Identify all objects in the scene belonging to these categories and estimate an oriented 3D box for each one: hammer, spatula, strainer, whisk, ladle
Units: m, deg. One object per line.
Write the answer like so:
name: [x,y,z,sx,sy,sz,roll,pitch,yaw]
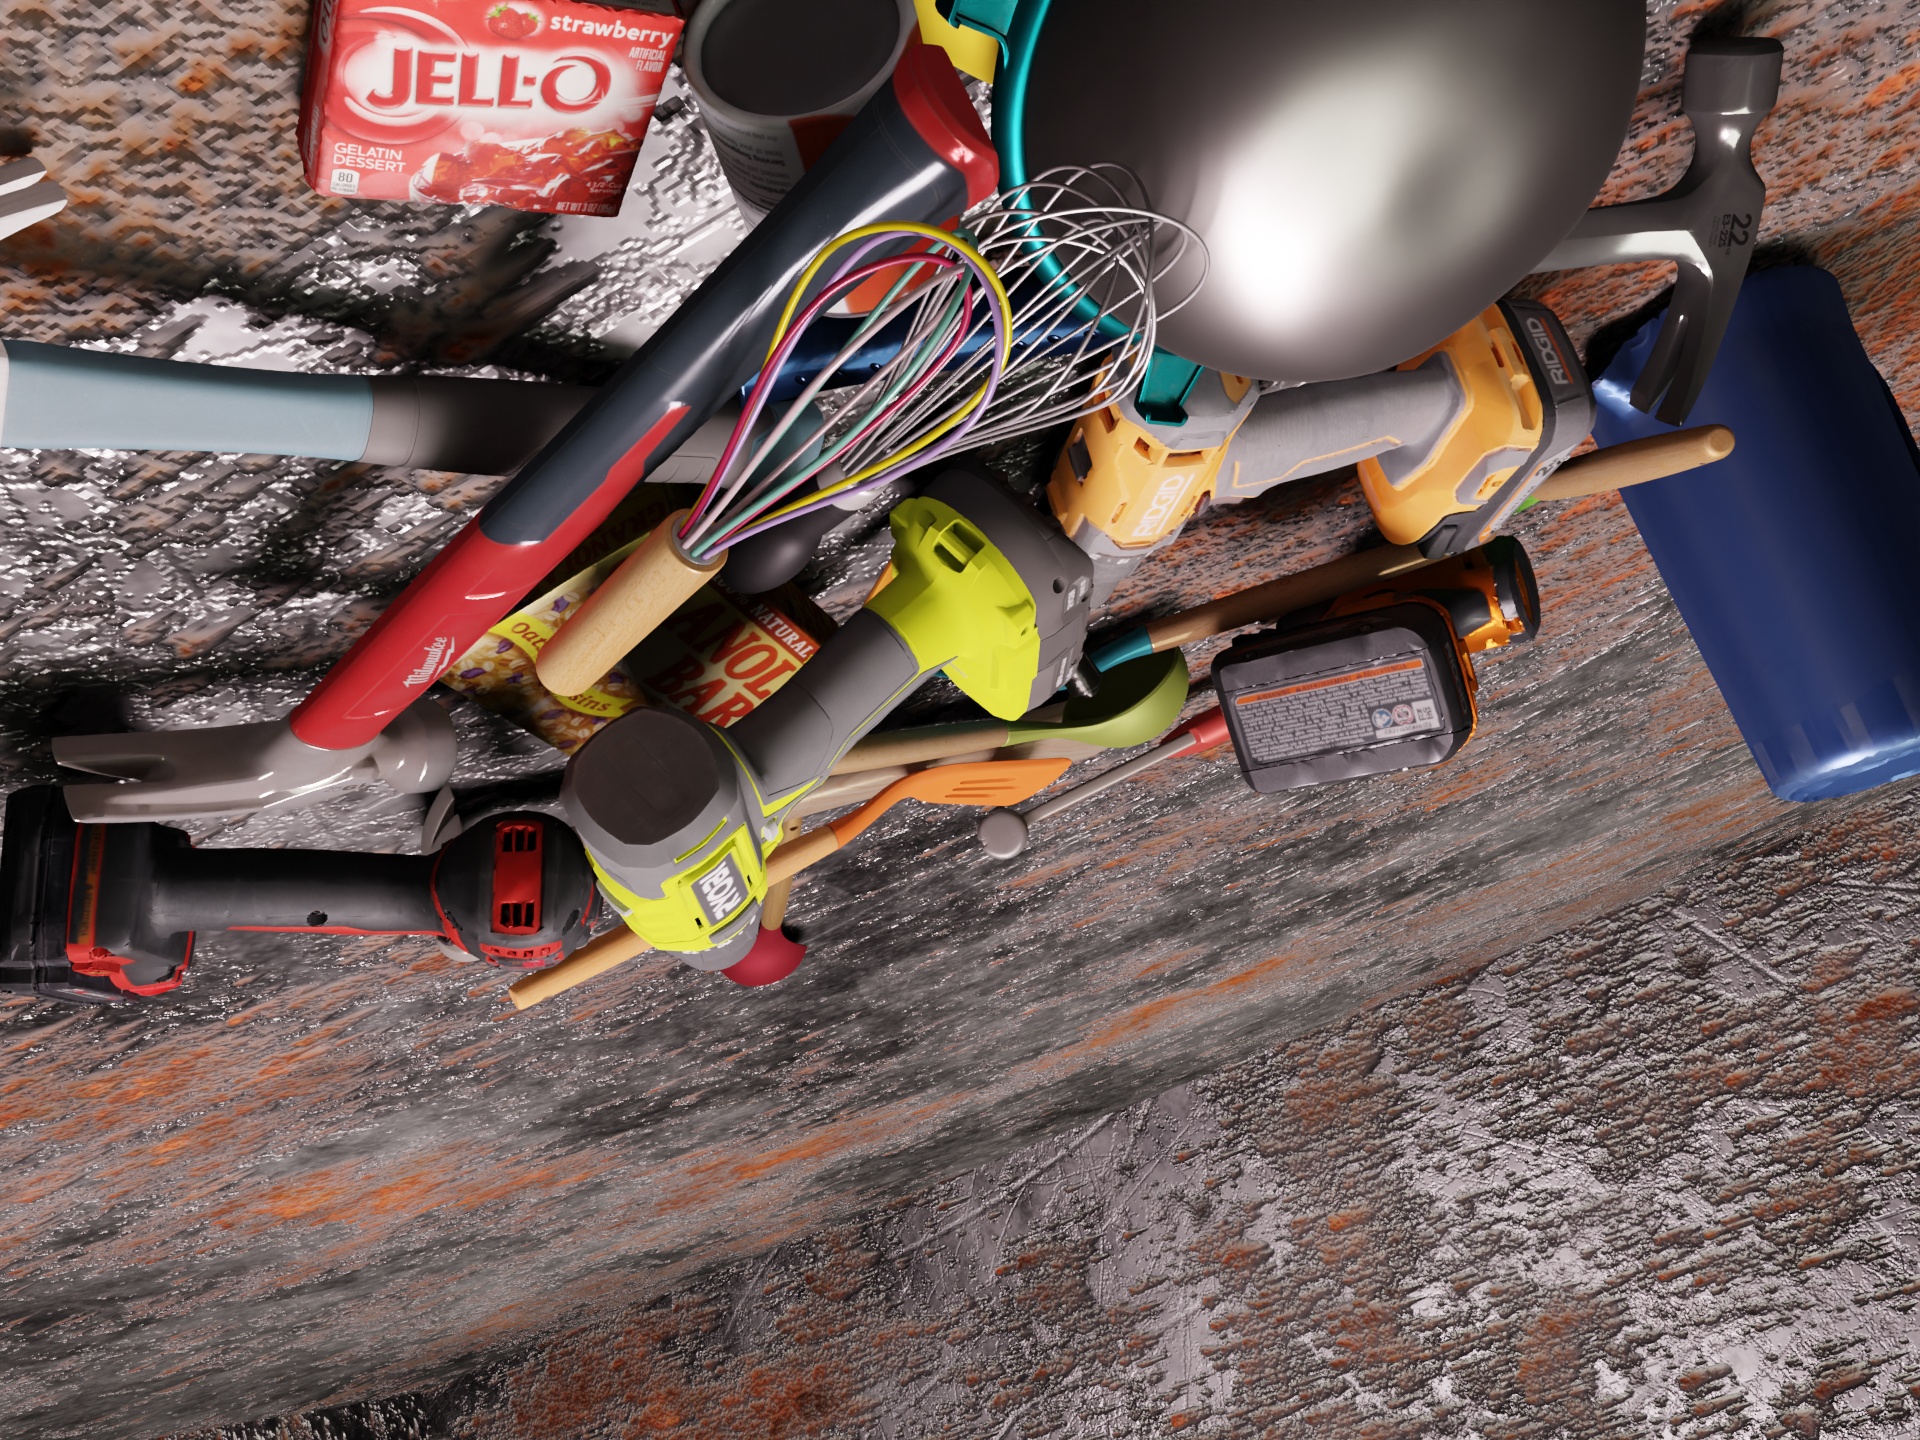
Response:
hammer: [-0.089,0.037,0.890,0.410,0.038,0.146,-14,153,-23]
hammer: [-0.140,-0.065,0.488,0.386,0.038,0.143,-34,163,36]
spatula: [-0.084,0.080,0.846,0.322,0.041,0.081,-26,171,-28]
spatula: [0.118,-0.060,0.811,0.317,0.044,0.082,-18,-172,0]
strainer: [0.177,-0.208,0.466,0.340,0.095,0.210,-29,140,8]
hammer: [0.176,-0.002,1.030,0.359,0.037,0.149,-27,177,5]
whisk: [-0.068,-0.065,0.456,0.047,0.051,0.245,15,149,-33]
ladle: [-0.001,-0.003,0.834,0.320,0.062,0.078,-8,180,-39]
whisk: [-0.022,-0.094,0.523,0.070,0.070,0.284,-5,168,-32]
ladle: [-0.130,0.130,1.120,0.069,0.031,0.315,-12,154,-17]
hammer: [-0.182,-0.096,0.515,0.331,0.033,0.128,-5,127,-44]
hammer: [0.116,-0.159,0.595,0.405,0.035,0.144,-10,118,-10]

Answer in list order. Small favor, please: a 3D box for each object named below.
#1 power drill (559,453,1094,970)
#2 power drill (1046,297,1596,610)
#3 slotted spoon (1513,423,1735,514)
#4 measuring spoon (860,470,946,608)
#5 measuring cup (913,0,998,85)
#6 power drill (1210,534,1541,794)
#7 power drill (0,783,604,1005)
power drill: [-0.054,0.010,0.673,0.228,0.080,0.190,-41,161,-17]
power drill: [0.147,-0.113,0.733,0.226,0.084,0.185,-8,157,-17]
slotted spoon: [0.289,-0.116,0.758,0.070,0.031,0.314,-14,-177,1]
measuring spoon: [-0.028,-0.060,0.720,0.021,0.011,0.117,11,112,-56]
measuring cup: [0.032,-0.208,0.504,0.156,0.029,0.062,14,140,-34]
power drill: [0.215,-0.035,0.865,0.164,0.084,0.226,-13,-169,31]
power drill: [-0.272,0.080,0.694,0.226,0.080,0.188,1,167,-13]
